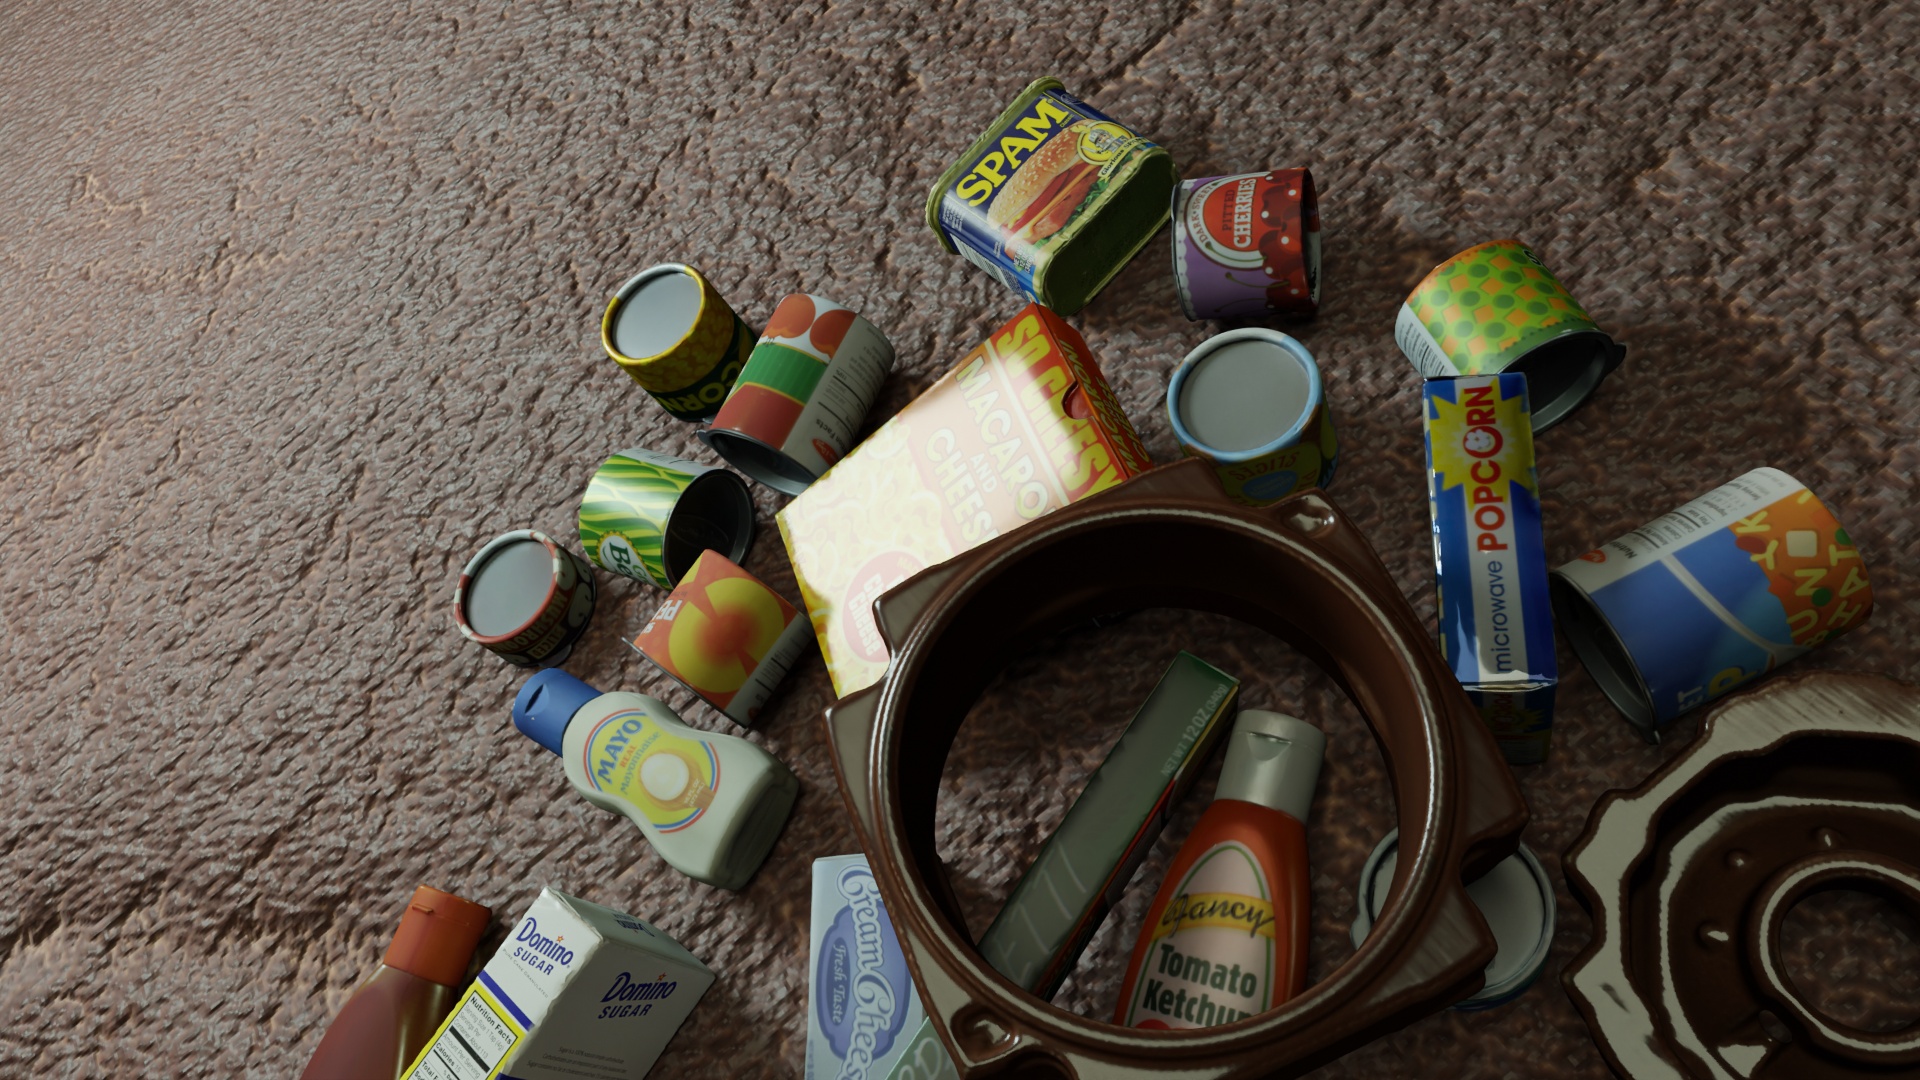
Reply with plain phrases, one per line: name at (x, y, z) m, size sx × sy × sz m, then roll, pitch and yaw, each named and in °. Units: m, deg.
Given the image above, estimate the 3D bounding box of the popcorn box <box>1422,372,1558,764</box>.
popcorn box at (0.199, 0.012, 0.524) m, size 0.038 × 0.085 × 0.127 m, roll -4°, pitch 62°, yaw 20°

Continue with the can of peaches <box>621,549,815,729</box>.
can of peaches at (-0.111, 0.044, 0.647) m, size 0.071 × 0.071 × 0.058 m, roll 30°, pitch 78°, yaw 32°

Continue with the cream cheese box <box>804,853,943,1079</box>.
cream cheese box at (-0.035, 0.181, 0.569) m, size 0.053 × 0.024 × 0.104 m, roll -9°, pitch 61°, yaw 16°

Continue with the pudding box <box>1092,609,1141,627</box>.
pudding box at (0.066, -0.008, 0.623) m, size 0.049 × 0.030 × 0.084 m, roll -26°, pitch 57°, yaw 7°

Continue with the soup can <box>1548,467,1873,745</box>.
soup can at (0.269, 0.023, 0.502) m, size 0.084 × 0.071 × 0.071 m, roll -28°, pitch 57°, yaw 7°

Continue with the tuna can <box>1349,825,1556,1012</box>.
tuna can at (0.176, 0.135, 0.500) m, size 0.071 × 0.032 × 0.071 m, roll -10°, pitch 61°, yaw 18°

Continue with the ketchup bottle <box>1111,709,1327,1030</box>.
ketchup bottle at (0.103, 0.139, 0.523) m, size 0.065 × 0.043 × 0.149 m, roll 9°, pitch 68°, yaw 27°

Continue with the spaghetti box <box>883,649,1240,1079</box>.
spaghetti box at (0.029, 0.152, 0.525) m, size 0.029 × 0.050 × 0.251 m, roll 31°, pitch 72°, yaw 21°

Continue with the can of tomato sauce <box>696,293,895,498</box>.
can of tomato sauce at (-0.081, -0.072, 0.697) m, size 0.071 × 0.071 × 0.083 m, roll 16°, pitch 71°, yaw 29°

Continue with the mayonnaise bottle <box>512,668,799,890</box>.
mayonnaise bottle at (-0.148, 0.104, 0.647) m, size 0.148 × 0.041 × 0.065 m, roll 22°, pitch 76°, yaw 30°

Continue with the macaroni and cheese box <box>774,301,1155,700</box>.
macaroni and cheese box at (0.002, -0.008, 0.617) m, size 0.166 × 0.040 × 0.124 m, roll -38°, pitch 54°, yaw 20°

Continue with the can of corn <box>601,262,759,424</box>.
can of corn at (-0.149, -0.105, 0.747) m, size 0.071 × 0.058 × 0.071 m, roll -10°, pitch 61°, yaw 18°

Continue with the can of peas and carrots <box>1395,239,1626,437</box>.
can of peas and carrots at (0.225, -0.082, 0.574) m, size 0.071 × 0.070 × 0.059 m, roll -29°, pitch 56°, yaw 7°

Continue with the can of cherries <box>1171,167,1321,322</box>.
can of cherries at (0.132, -0.137, 0.638) m, size 0.058 × 0.071 × 0.072 m, roll -1°, pitch 64°, yaw 22°

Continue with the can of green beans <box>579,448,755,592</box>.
can of green beans at (-0.146, -0.009, 0.691) m, size 0.058 × 0.071 × 0.071 m, roll 15°, pitch 71°, yaw 29°

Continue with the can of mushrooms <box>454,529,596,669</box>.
can of mushrooms at (-0.226, 0.031, 0.723) m, size 0.071 × 0.033 × 0.071 m, roll -10°, pitch 60°, yaw 17°

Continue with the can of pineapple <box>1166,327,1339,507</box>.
can of pineapple at (0.127, -0.048, 0.602) m, size 0.071 × 0.057 × 0.071 m, roll -10°, pitch 61°, yaw 18°

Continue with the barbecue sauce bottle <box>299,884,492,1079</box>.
barbecue sauce bottle at (-0.260, 0.232, 0.625) m, size 0.065 × 0.043 × 0.149 m, roll 9°, pitch 67°, yaw 26°
